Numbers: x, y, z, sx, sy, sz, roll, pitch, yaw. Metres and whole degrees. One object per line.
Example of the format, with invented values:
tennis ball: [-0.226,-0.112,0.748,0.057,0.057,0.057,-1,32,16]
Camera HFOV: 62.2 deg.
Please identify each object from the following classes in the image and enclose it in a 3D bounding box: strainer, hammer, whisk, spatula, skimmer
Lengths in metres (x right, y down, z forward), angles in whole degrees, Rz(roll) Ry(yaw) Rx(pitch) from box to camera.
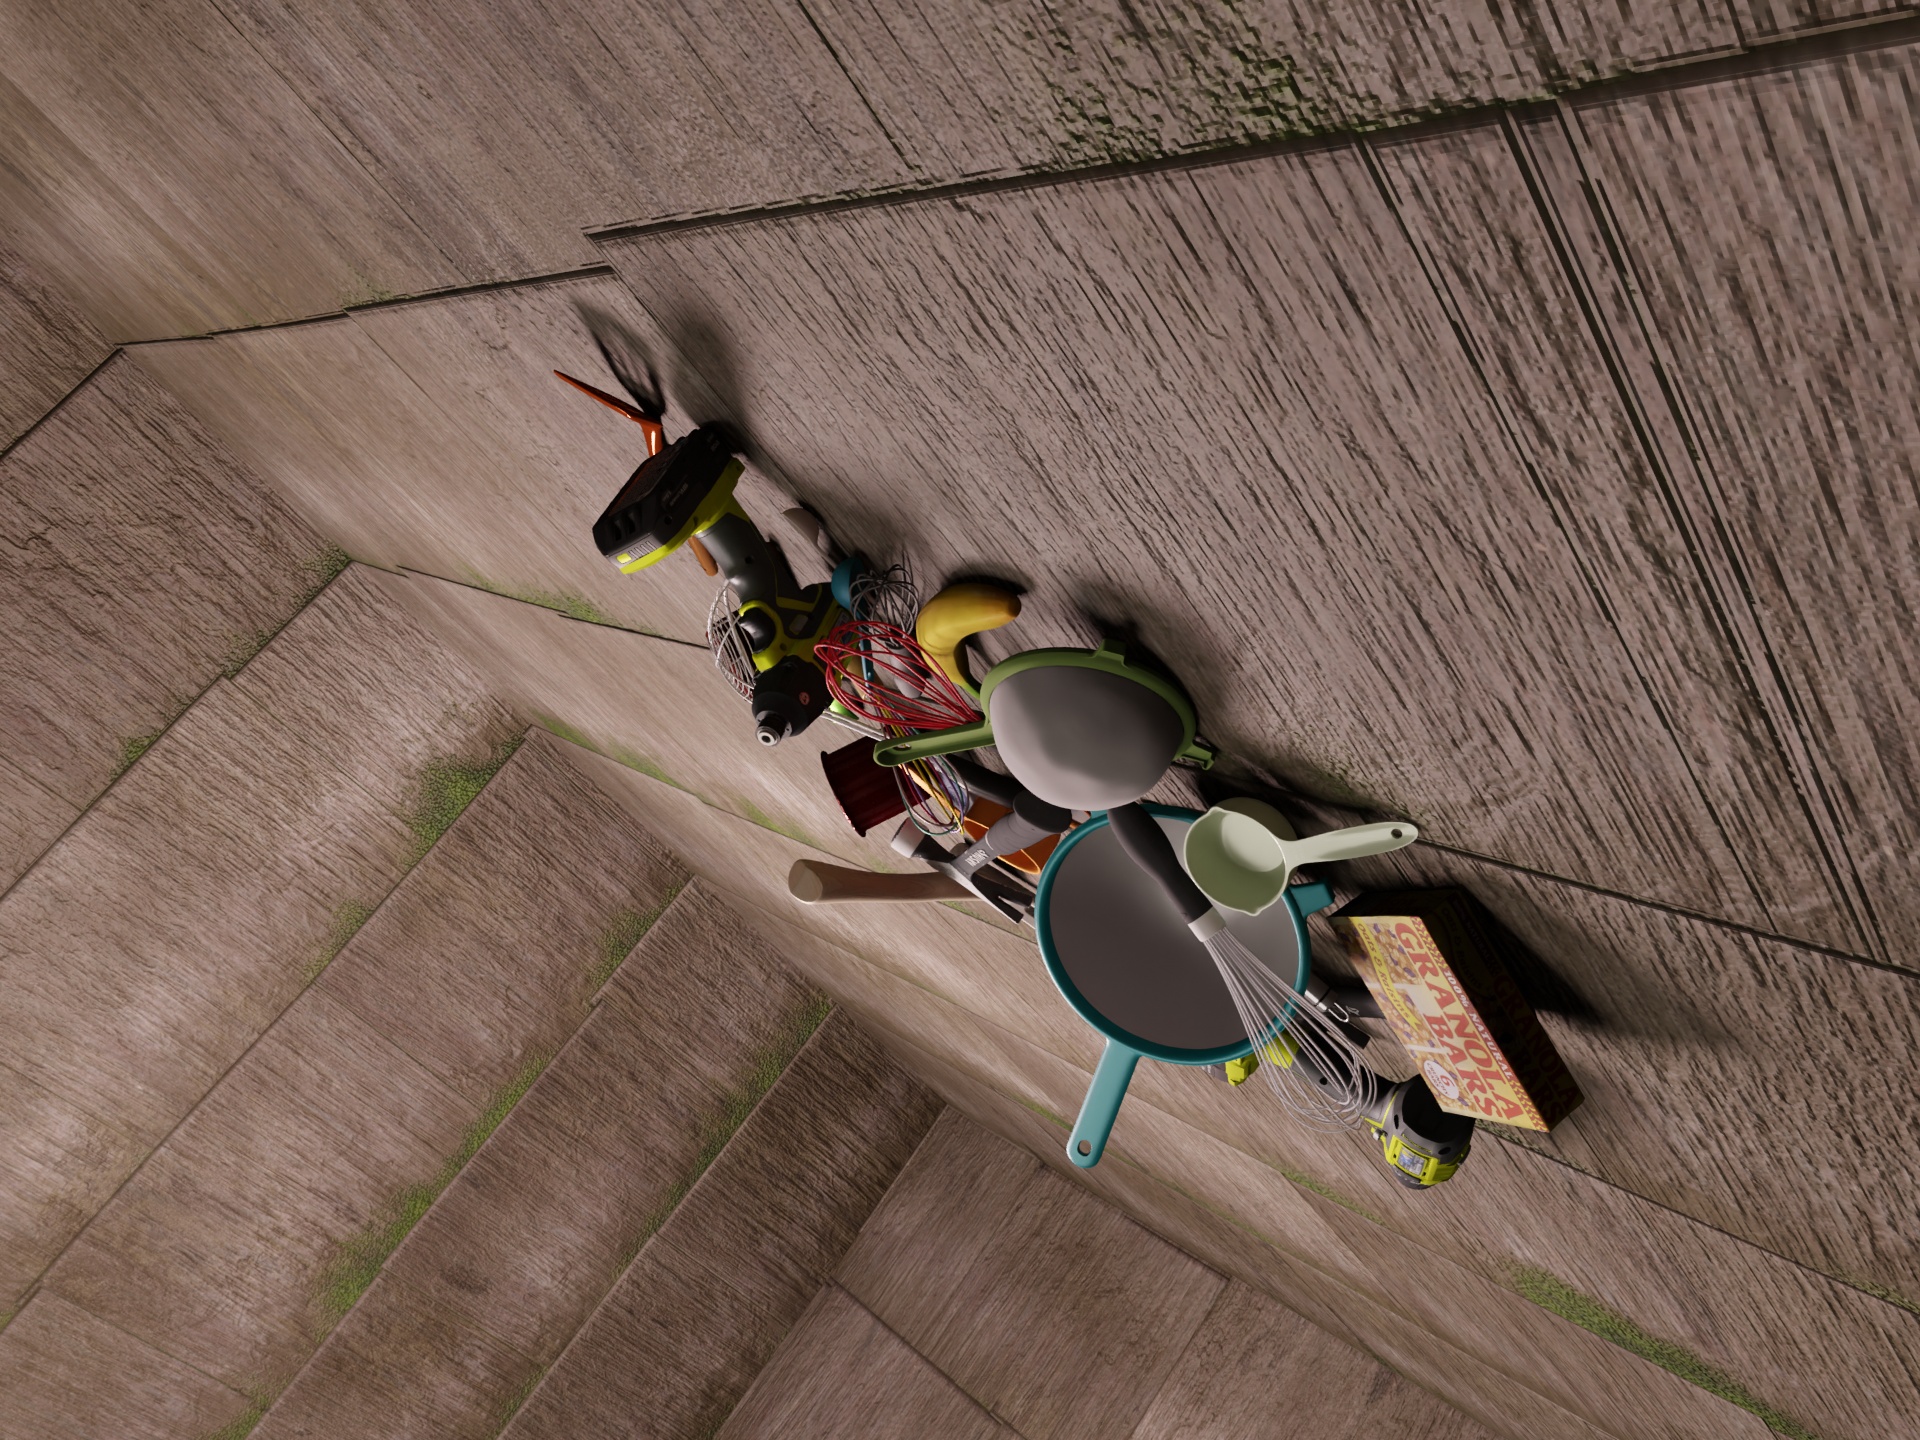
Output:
strainer: [0.038,0.026,1.113,0.256,0.069,0.151,-11,142,33]
hammer: [0.339,0.228,1.260,0.146,0.035,0.335,41,163,-9]
whisk: [-0.063,-0.004,1.337,0.245,0.051,0.047,57,-161,18]
whisk: [-0.051,-0.063,1.276,0.055,0.055,0.238,33,167,15]
spatula: [-0.255,-0.199,1.349,0.081,0.041,0.322,32,163,18]
strainer: [0.154,0.201,1.234,0.211,0.095,0.340,25,119,16]
hammer: [0.033,0.111,1.385,0.149,0.036,0.409,34,165,-2]
hammer: [-0.035,0.168,1.556,0.146,0.038,0.410,33,-171,25]
whisk: [0.192,0.169,1.115,0.284,0.070,0.070,53,164,5]
whisk: [-0.002,-0.004,1.227,0.295,0.073,0.073,29,174,-43]
skimmer: [-0.063,-0.014,1.417,0.363,0.090,0.127,24,155,-2]
strainer: [0.208,0.153,1.268,0.258,0.050,0.086,40,140,10]

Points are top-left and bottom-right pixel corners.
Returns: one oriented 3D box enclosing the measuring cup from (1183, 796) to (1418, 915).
measuring cup: [0.230,0.080,1.062,0.167,0.038,0.083,-14,103,36]

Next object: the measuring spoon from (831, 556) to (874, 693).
measuring spoon: [-0.086,-0.073,1.267,0.021,0.042,0.128,4,130,12]

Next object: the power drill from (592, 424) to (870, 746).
power drill: [-0.171,-0.100,1.231,0.080,0.171,0.223,-21,121,34]

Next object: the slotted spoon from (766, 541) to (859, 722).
slotted spoon: [-0.146,-0.074,1.478,0.070,0.031,0.313,35,162,22]

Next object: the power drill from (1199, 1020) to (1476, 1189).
power drill: [0.314,0.308,1.327,0.229,0.080,0.190,29,160,23]

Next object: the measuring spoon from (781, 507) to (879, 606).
measuring spoon: [-0.097,-0.130,1.260,0.124,0.018,0.034,44,177,-42]

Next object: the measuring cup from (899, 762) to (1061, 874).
measuring cup: [0.018,0.071,1.464,0.173,0.052,0.095,40,164,-11]
